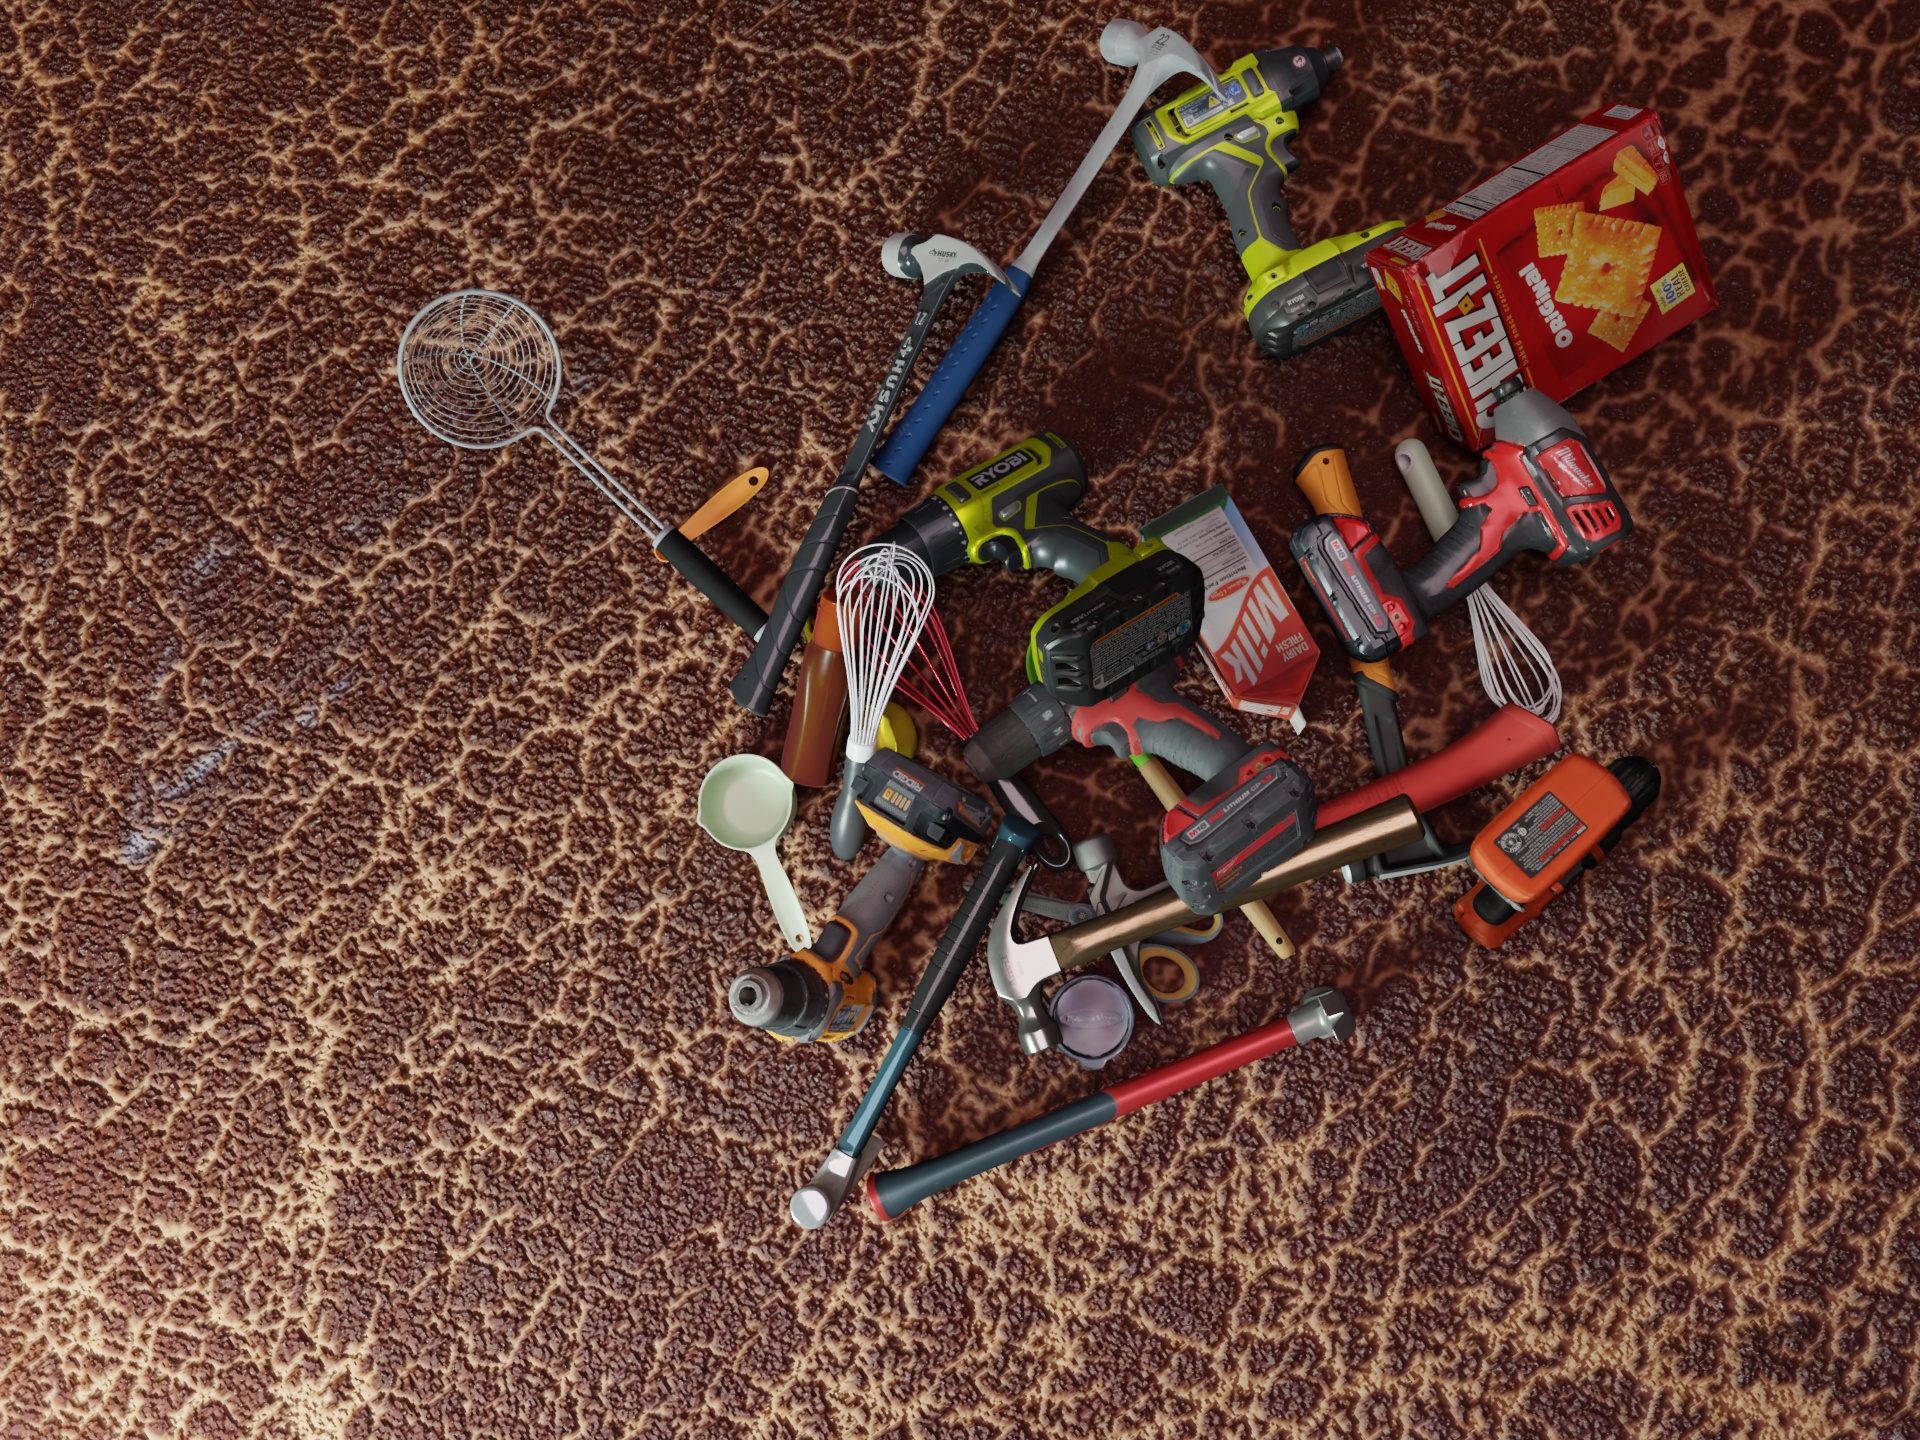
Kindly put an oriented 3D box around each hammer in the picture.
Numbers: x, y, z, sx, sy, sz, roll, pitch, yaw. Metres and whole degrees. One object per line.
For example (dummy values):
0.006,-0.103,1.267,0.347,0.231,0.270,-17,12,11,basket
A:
0.321,-0.051,1.218,0.127,0.034,0.337,-12,82,7,hammer
0.057,-0.361,1.250,0.405,0.035,0.144,-56,43,8,hammer
-0.081,-0.193,1.250,0.149,0.036,0.409,22,88,45,hammer
-0.029,0.220,1.192,0.033,0.128,0.331,28,85,9,hammer
0.104,0.284,1.167,0.386,0.143,0.038,-25,78,8,hammer
0.174,0.127,1.162,0.331,0.031,0.130,-23,82,10,hammer
0.271,0.090,1.177,0.359,0.036,0.149,-25,81,10,hammer

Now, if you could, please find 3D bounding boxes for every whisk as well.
-0.002,-0.004,1.247,0.073,0.073,0.296,-36,87,2,whisk
0.392,-0.106,1.214,0.059,0.058,0.246,-16,77,-29,whisk
-0.069,-0.007,1.190,0.070,0.070,0.284,17,124,9,whisk

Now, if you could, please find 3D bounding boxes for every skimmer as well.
-0.286,-0.191,1.264,0.363,0.090,0.127,43,90,2,skimmer

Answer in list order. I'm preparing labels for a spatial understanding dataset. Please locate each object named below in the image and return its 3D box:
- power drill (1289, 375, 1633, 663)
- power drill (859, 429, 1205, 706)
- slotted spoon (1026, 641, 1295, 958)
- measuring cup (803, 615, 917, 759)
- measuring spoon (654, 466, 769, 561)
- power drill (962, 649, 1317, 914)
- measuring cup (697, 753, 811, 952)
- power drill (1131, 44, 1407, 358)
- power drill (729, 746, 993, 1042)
0.359,-0.146,1.158,0.219,0.078,0.143,-29,88,5,power drill
0.051,-0.112,1.178,0.190,0.080,0.229,-31,49,-16,power drill
0.158,0.055,1.233,0.070,0.031,0.314,-37,82,2,slotted spoon
-0.082,-0.027,1.271,0.029,0.062,0.157,-14,63,-36,measuring cup
-0.205,-0.171,1.315,0.117,0.011,0.021,-39,88,-2,measuring spoon
0.125,0.033,1.150,0.188,0.080,0.227,-35,54,-6,power drill
-0.150,0.107,1.263,0.083,0.038,0.168,-23,83,4,measuring cup
0.257,-0.415,1.247,0.171,0.080,0.223,-26,78,5,power drill
-0.079,0.136,1.171,0.084,0.185,0.226,30,90,21,power drill
